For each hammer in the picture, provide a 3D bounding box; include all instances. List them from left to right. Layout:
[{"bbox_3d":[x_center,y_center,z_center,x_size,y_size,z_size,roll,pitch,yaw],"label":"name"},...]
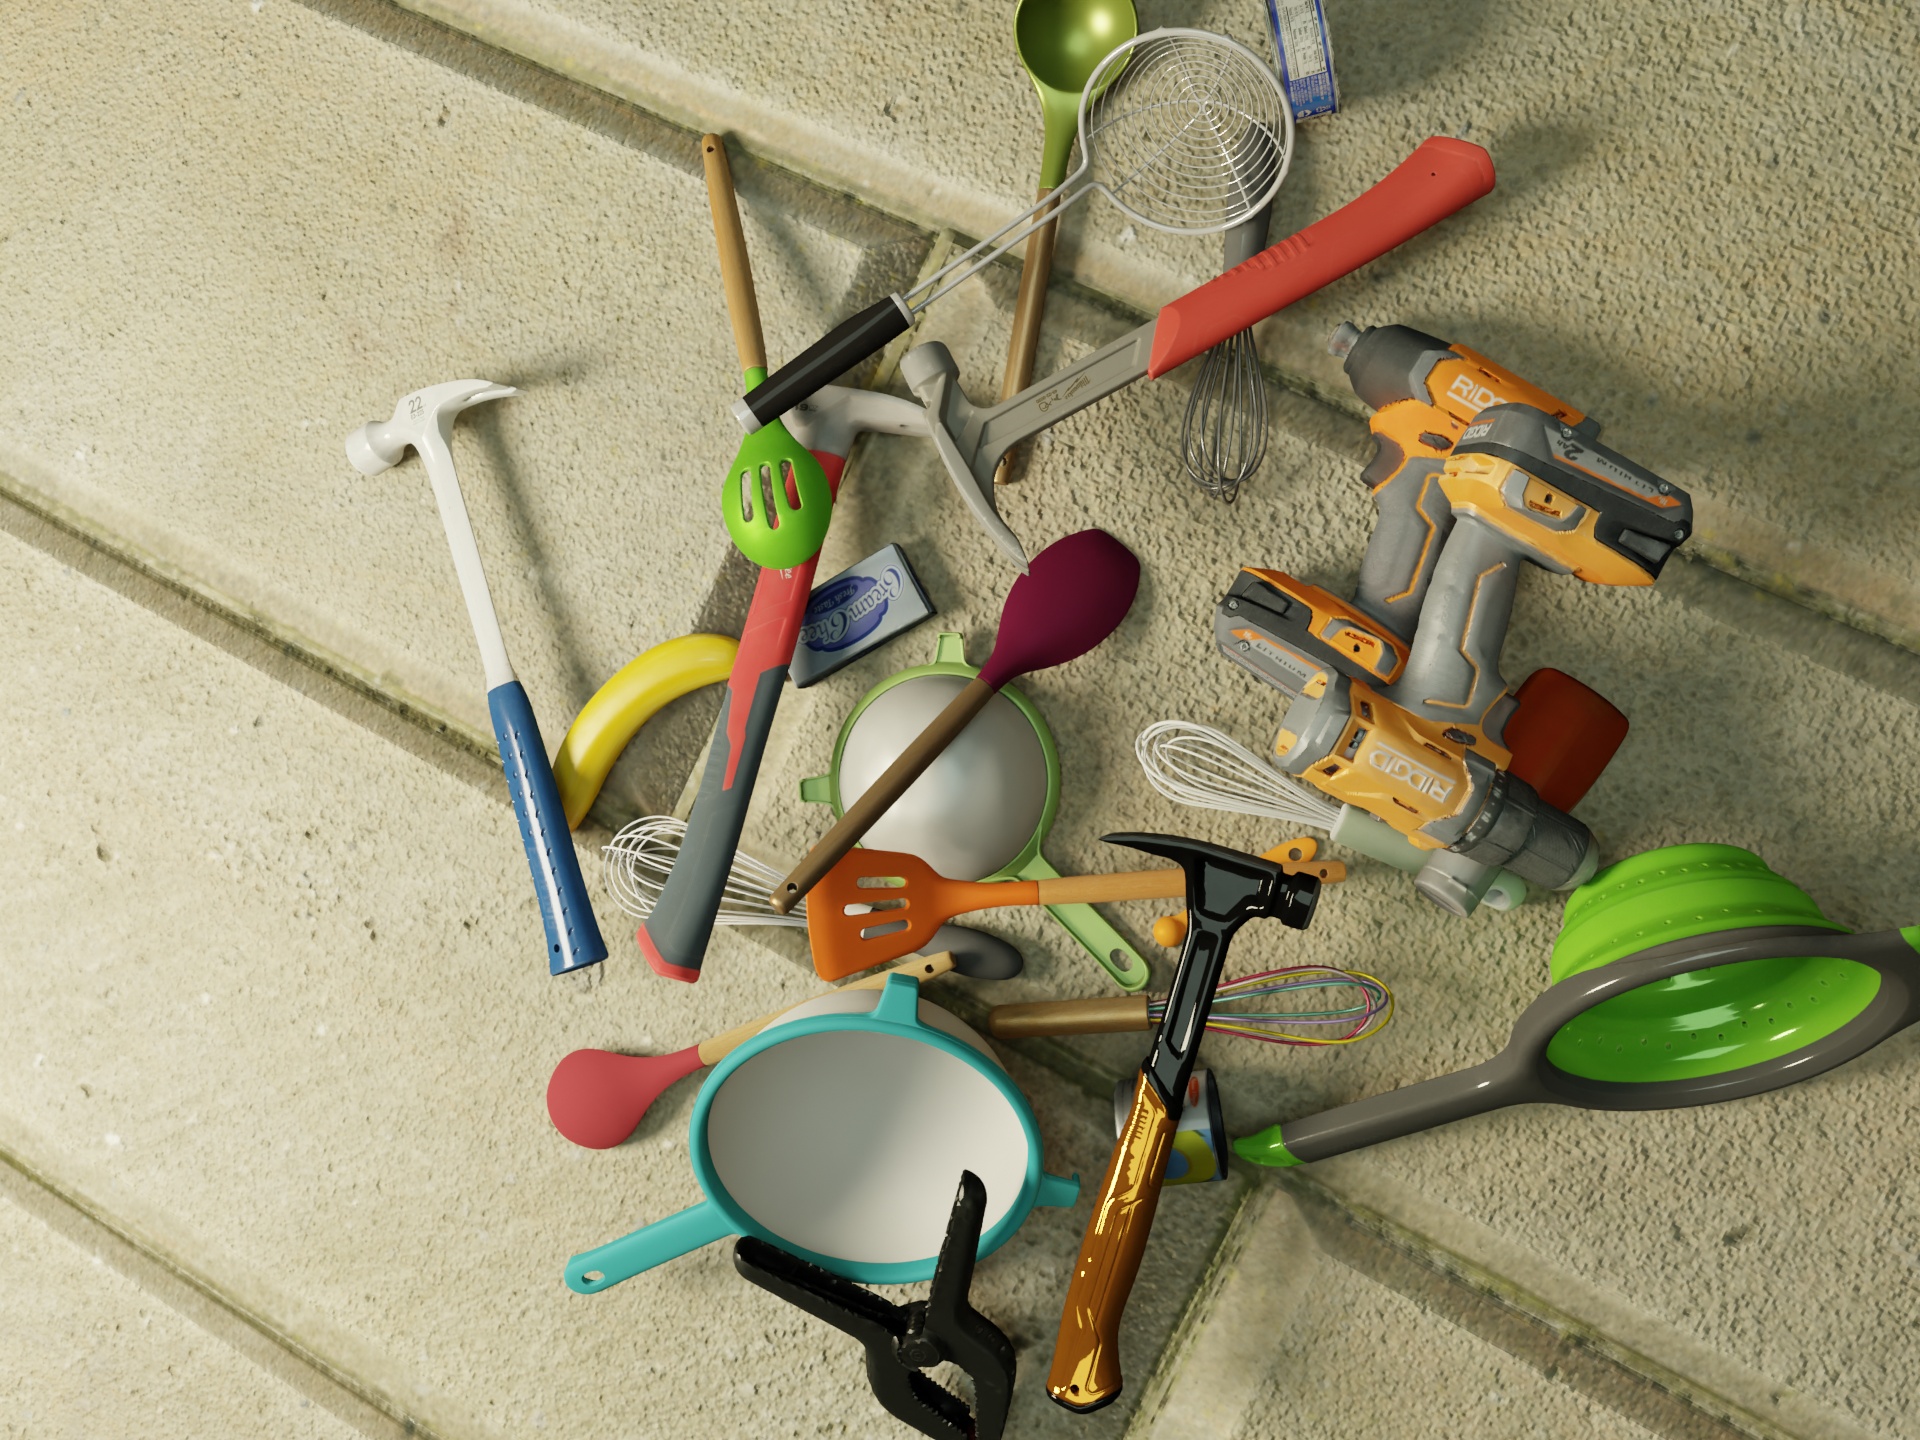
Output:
[{"bbox_3d":[-0.301,-0.034,1.052,0.144,0.035,0.406,-22,81,26],"label":"hammer"},{"bbox_3d":[-0.112,-0.025,0.994,0.143,0.038,0.386,11,80,17],"label":"hammer"},{"bbox_3d":[0.101,0.232,0.916,0.127,0.034,0.337,16,93,13],"label":"hammer"},{"bbox_3d":[0.152,-0.231,0.932,0.359,0.036,0.149,-28,79,1],"label":"hammer"}]

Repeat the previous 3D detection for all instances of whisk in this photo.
[{"bbox_3d":[-0.097,0.121,1.024,0.284,0.070,0.070,15,92,7],"label":"whisk"},{"bbox_3d":[0.136,0.177,0.960,0.245,0.051,0.047,-6,70,15],"label":"whisk"},{"bbox_3d":[0.171,-0.250,0.975,0.055,0.055,0.239,6,86,13],"label":"whisk"},{"bbox_3d":[0.221,0.058,0.958,0.246,0.059,0.057,23,131,8],"label":"whisk"}]

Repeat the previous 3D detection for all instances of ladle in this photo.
[{"bbox_3d":[-0.143,0.208,1.028,0.315,0.031,0.069,-24,87,16],"label":"ladle"},{"bbox_3d":[0.051,-0.308,0.996,0.078,0.062,0.320,10,94,6],"label":"ladle"}]

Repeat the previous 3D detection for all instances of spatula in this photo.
[{"bbox_3d":[0.071,0.102,0.947,0.322,0.041,0.081,-4,88,-1],"label":"spatula"}]

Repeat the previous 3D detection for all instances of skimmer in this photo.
[{"bbox_3d":[0.023,-0.271,0.938,0.363,0.090,0.127,-34,122,3],"label":"skimmer"}]

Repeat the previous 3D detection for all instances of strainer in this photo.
[{"bbox_3d":[-0.106,0.267,0.997,0.340,0.095,0.210,-28,113,20],"label":"strainer"},{"bbox_3d":[0.021,0.076,0.986,0.256,0.069,0.151,45,98,8],"label":"strainer"}]

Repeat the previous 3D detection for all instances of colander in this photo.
[{"bbox_3d":[0.330,0.162,0.903,0.397,0.204,0.095,-25,49,27],"label":"colander"}]

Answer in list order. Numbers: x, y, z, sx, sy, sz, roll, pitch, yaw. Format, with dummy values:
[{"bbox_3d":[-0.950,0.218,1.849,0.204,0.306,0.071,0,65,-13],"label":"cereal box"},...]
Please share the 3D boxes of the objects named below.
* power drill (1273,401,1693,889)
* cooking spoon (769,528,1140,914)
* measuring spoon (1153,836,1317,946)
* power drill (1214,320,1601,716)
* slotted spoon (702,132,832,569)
[{"bbox_3d":[0.299,-0.031,0.854,0.185,0.084,0.226,28,95,-5],"label":"power drill"},{"bbox_3d":[-0.002,-0.003,0.954,0.069,0.017,0.319,40,71,9],"label":"cooking spoon"},{"bbox_3d":[0.169,0.106,0.982,0.117,0.011,0.021,-33,82,10],"label":"measuring spoon"},{"bbox_3d":[0.243,-0.120,0.938,0.164,0.084,0.226,35,92,11],"label":"power drill"},{"bbox_3d":[-0.138,-0.245,1.019,0.070,0.031,0.314,-14,72,8],"label":"slotted spoon"}]
